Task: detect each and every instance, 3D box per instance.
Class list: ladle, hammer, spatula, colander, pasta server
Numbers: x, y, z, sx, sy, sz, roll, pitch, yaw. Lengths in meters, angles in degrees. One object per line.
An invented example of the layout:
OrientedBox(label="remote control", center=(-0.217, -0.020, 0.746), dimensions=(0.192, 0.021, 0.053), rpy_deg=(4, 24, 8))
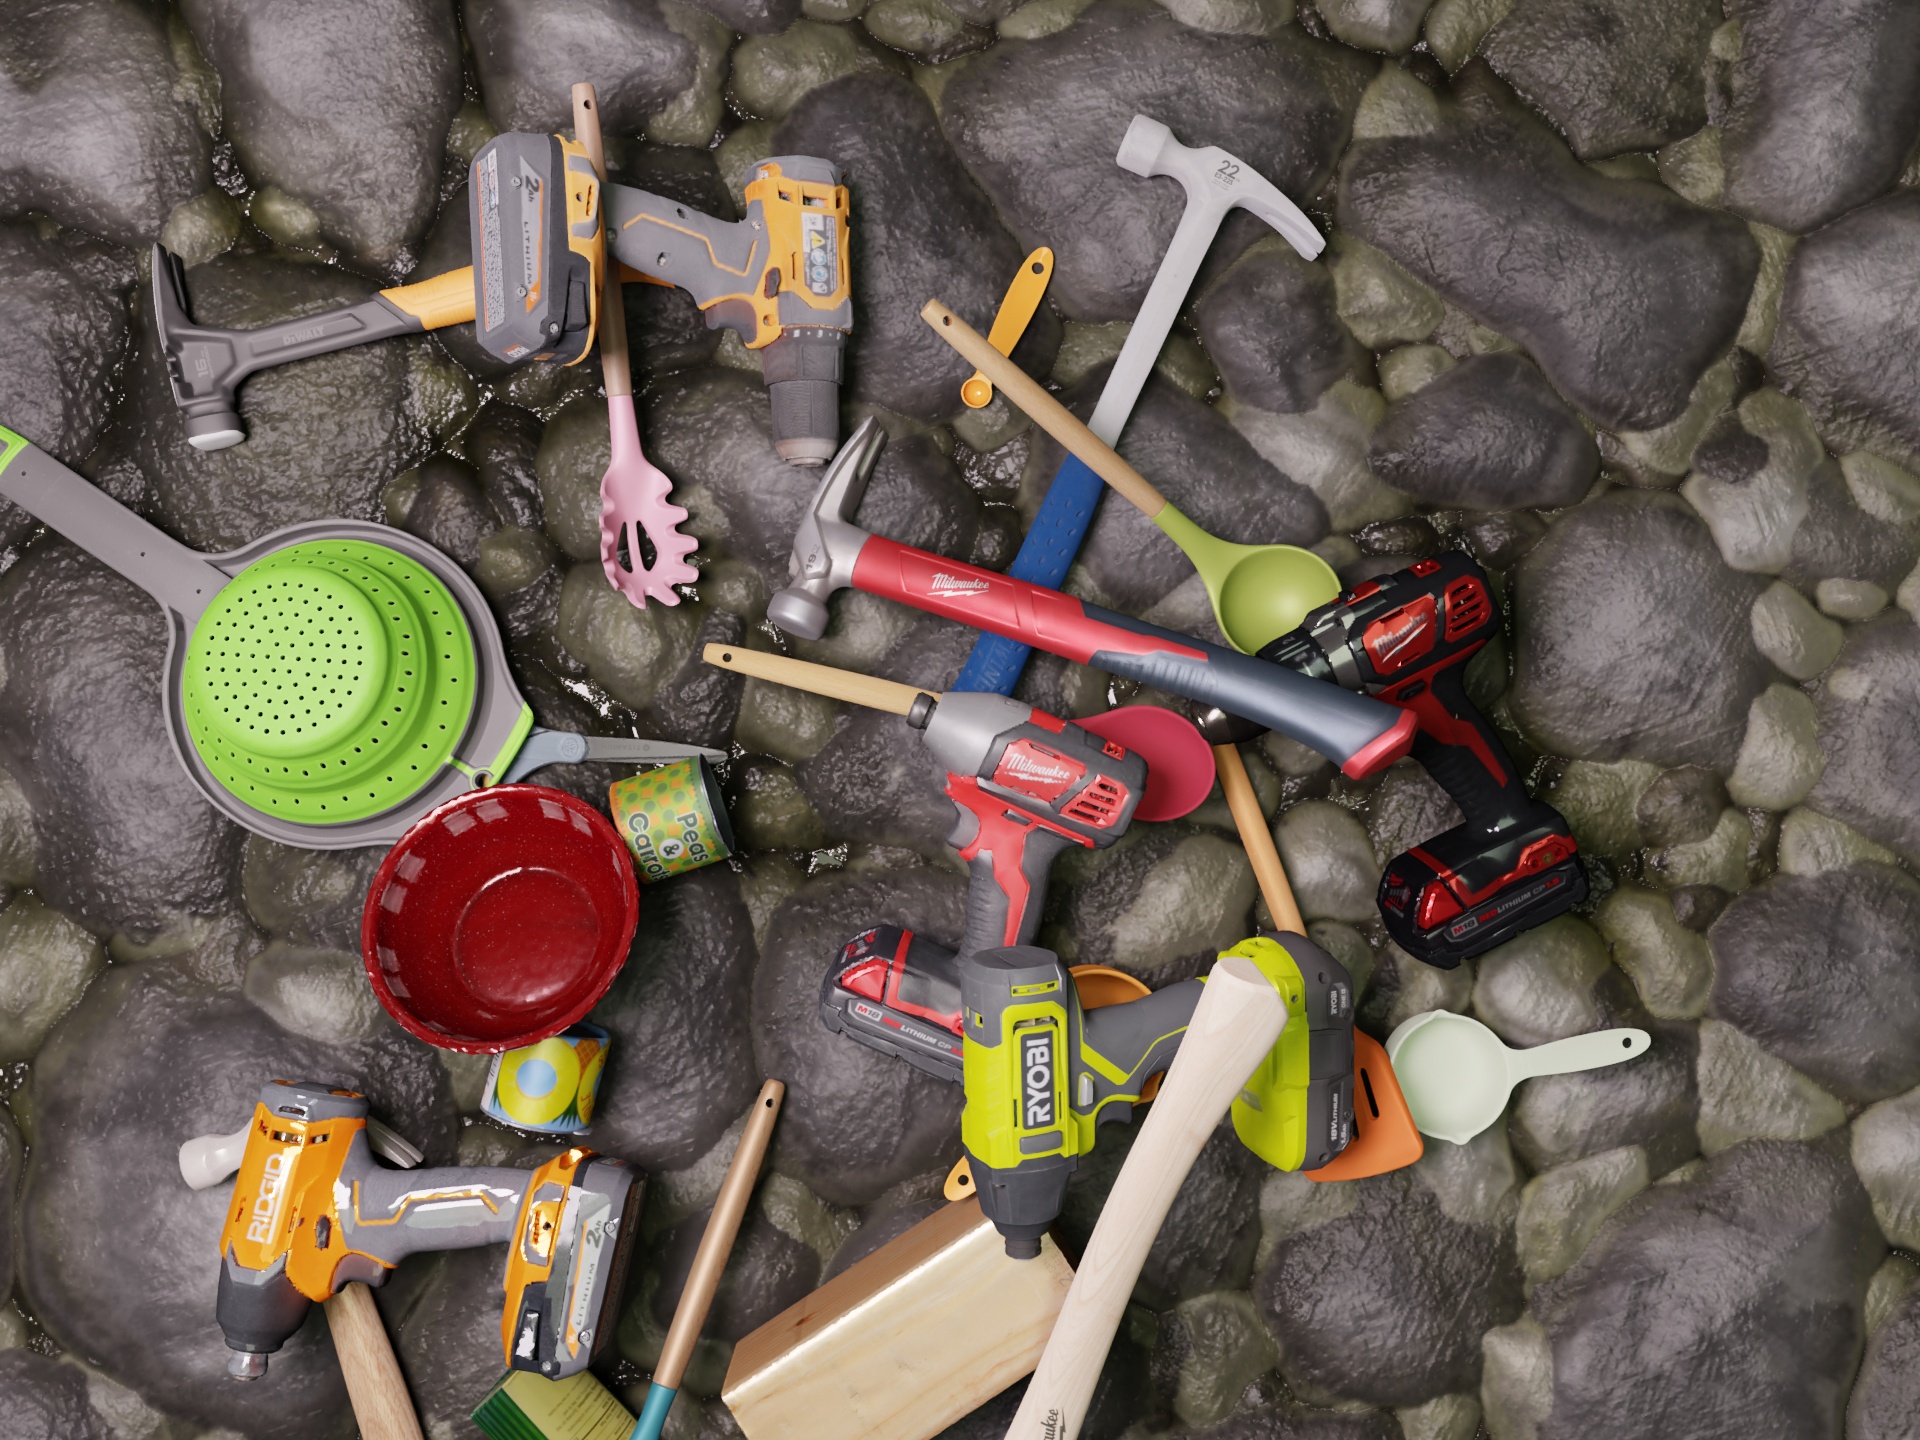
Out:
OrientedBox(label="ladle", center=(0.104, -0.143, 0.951), dimensions=(0.320, 0.062, 0.078), rpy_deg=(38, 85, -17))
OrientedBox(label="ladle", center=(-0.002, -0.003, 0.961), dimensions=(0.315, 0.031, 0.069), rpy_deg=(14, 92, -1))
OrientedBox(label="hammer", center=(-0.357, 0.390, 0.966), dimensions=(0.130, 0.031, 0.331), rpy_deg=(-20, 89, -2))
OrientedBox(label="hammer", center=(-0.329, -0.269, 0.995), dimensions=(0.337, 0.034, 0.127), rpy_deg=(-14, 89, -2))
OrientedBox(label="hammer", center=(0.092, -0.172, 1.002), dimensions=(0.144, 0.035, 0.405), rpy_deg=(25, 87, 0))
OrientedBox(label="spatula", center=(0.199, 0.122, 0.988), dimensions=(0.081, 0.041, 0.323), rpy_deg=(-23, 85, 34))
OrientedBox(label="hammer", center=(0.079, -0.065, 0.927), dimensions=(0.386, 0.038, 0.143), rpy_deg=(20, 80, 20))
OrientedBox(label="spatula", center=(-0.160, 0.364, 0.929), dimensions=(0.082, 0.044, 0.318), rpy_deg=(23, 70, -10))
OrientedBox(label="colander", center=(-0.449, -0.073, 0.942), dimensions=(0.397, 0.094, 0.204), rpy_deg=(33, 82, 3))
OrientedBox(label="hammer", center=(0.069, 0.310, 0.866), dimensions=(0.146, 0.038, 0.410), rpy_deg=(13, 108, -23))
OrientedBox(label="pasta server", center=(-0.209, -0.226, 0.971), dimensions=(0.060, 0.040, 0.316), rpy_deg=(-9, 98, -28))

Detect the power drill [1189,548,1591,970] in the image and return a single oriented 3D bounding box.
OrientedBox(label="power drill", center=(0.257, 0.032, 0.950), dimensions=(0.188, 0.080, 0.226), rpy_deg=(-26, 102, -1))

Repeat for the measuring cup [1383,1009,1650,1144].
OrientedBox(label="measuring cup", center=(0.343, 0.211, 0.993), dimensions=(0.167, 0.038, 0.083), rpy_deg=(-9, 88, -4))

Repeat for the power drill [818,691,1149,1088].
OrientedBox(label="power drill", center=(0.004, 0.091, 0.936), dimensions=(0.143, 0.078, 0.219), rpy_deg=(24, 104, -2))

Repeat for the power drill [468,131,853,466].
OrientedBox(label="power drill", center=(-0.165, -0.245, 0.941), dimensions=(0.226, 0.084, 0.185), rpy_deg=(-4, 94, -33))

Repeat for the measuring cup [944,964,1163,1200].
OrientedBox(label="measuring cup", center=(0.052, 0.224, 0.976), dimensions=(0.095, 0.052, 0.173), rpy_deg=(44, 89, 0))

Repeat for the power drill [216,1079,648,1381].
OrientedBox(label="power drill", center=(-0.309, 0.307, 0.910), dimensions=(0.226, 0.084, 0.164), rpy_deg=(11, 79, 2))

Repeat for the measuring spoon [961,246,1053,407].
OrientedBox(label="measuring spoon", center=(0.031, -0.251, 1.018), dimensions=(0.021, 0.011, 0.117), rpy_deg=(25, 83, 0))

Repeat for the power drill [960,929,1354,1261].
OrientedBox(label="power drill", center=(0.109, 0.207, 0.906), dimensions=(0.223, 0.080, 0.171), rpy_deg=(-5, 97, -21))

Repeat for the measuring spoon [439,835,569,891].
OrientedBox(label="measuring spoon", center=(-0.270, 0.084, 0.993), dimensions=(0.128, 0.021, 0.042), rpy_deg=(-1, 91, -11))
